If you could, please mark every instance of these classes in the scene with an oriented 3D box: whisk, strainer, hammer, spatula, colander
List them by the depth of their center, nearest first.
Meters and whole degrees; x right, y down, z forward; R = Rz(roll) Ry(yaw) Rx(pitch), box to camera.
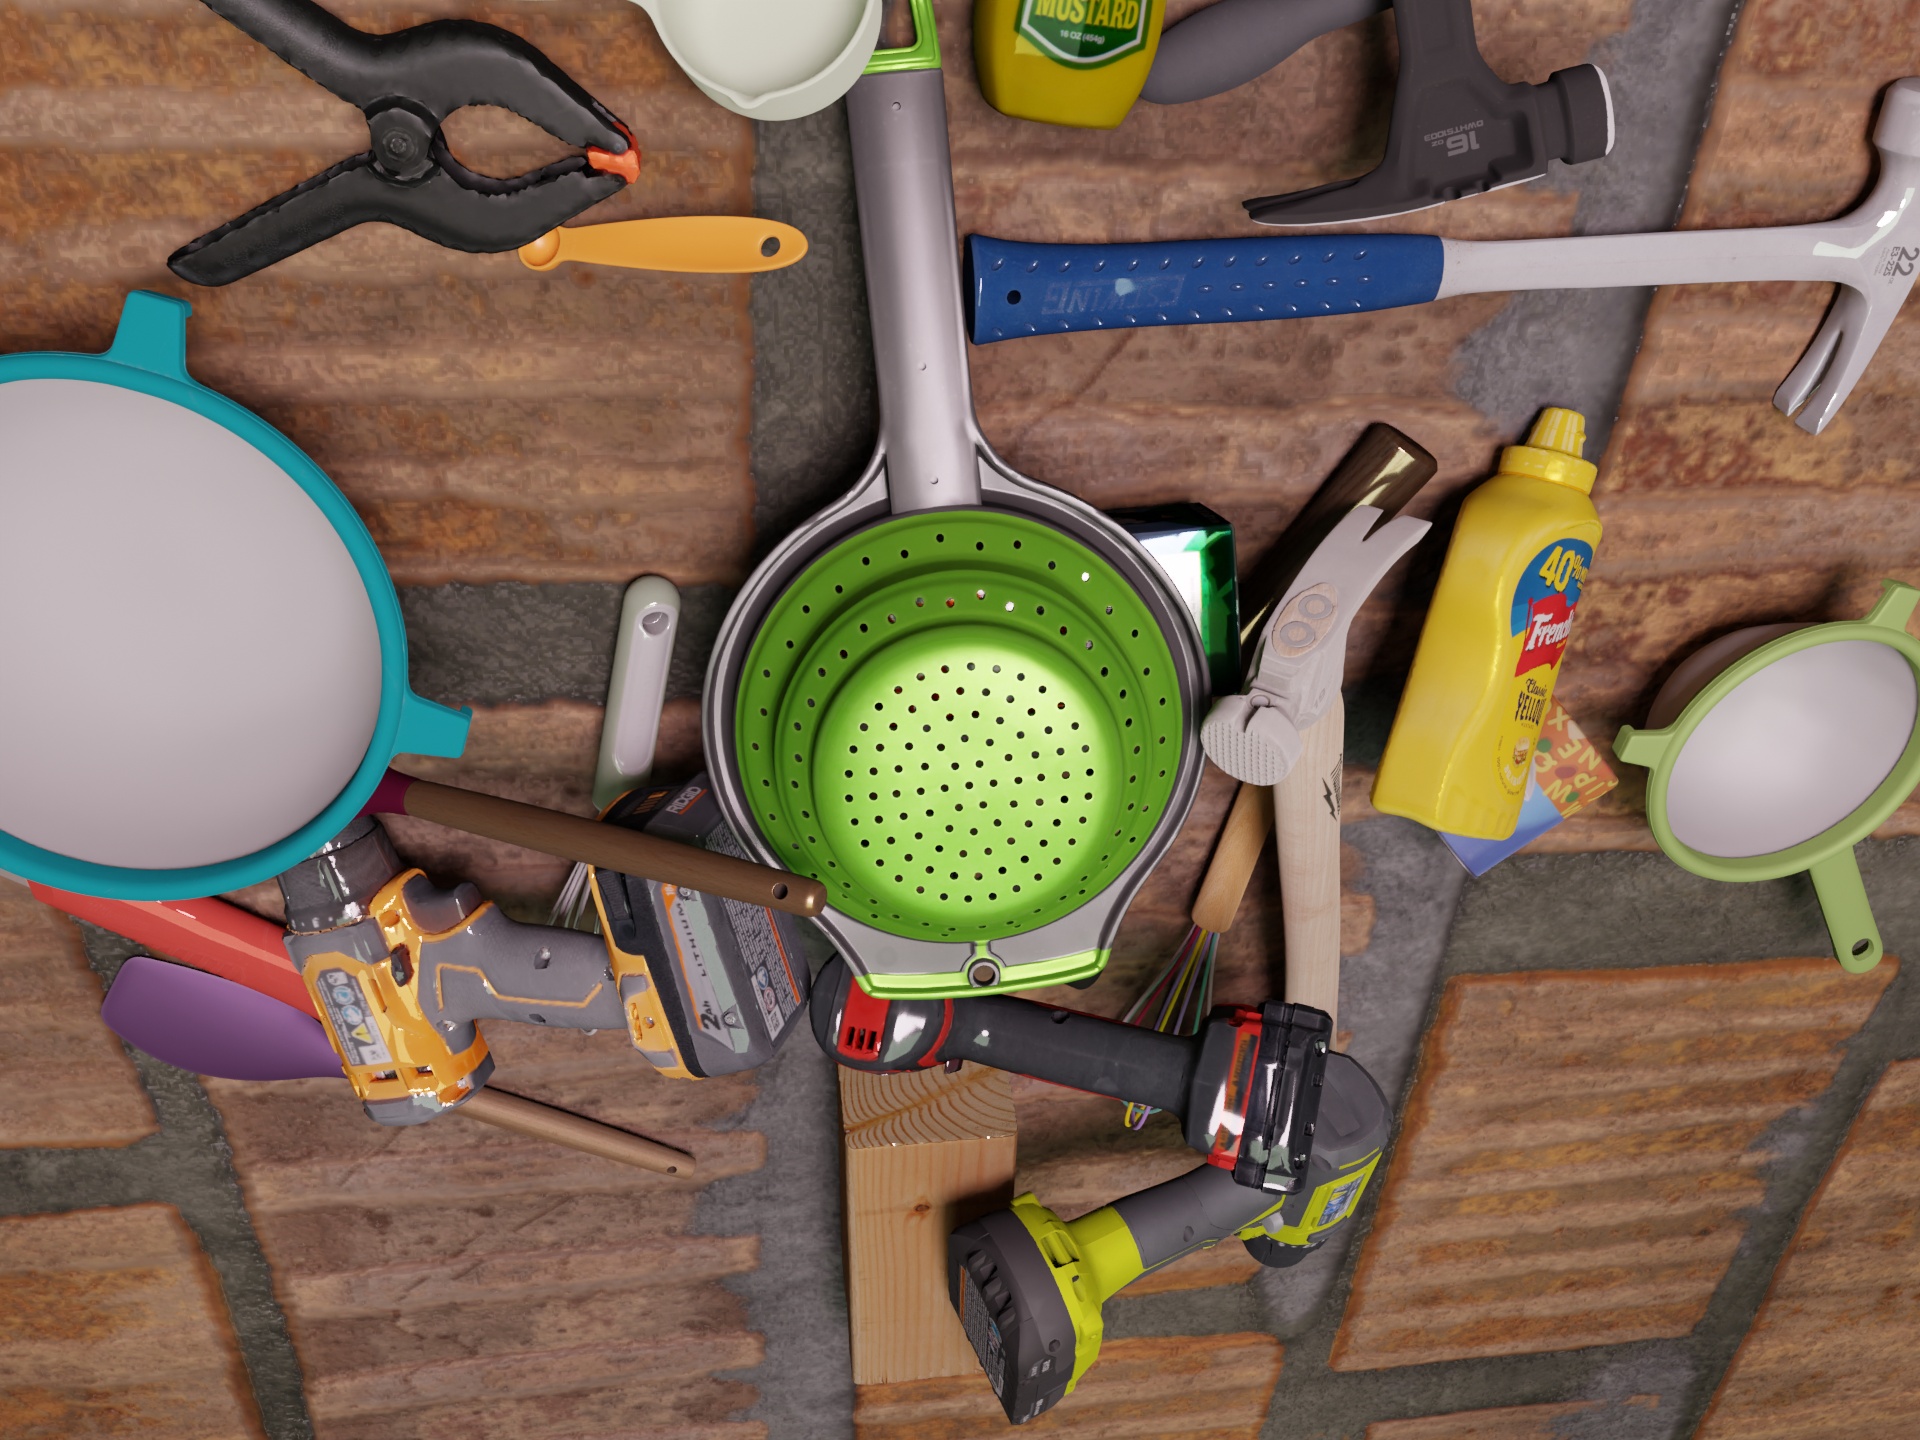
[{"bbox_3d":[0.123,-0.330,0.500,0.127,0.034,0.336,-12,117,11],"label":"hammer"},{"bbox_3d":[0.196,-0.285,0.567,0.284,0.070,0.070,-20,126,10],"label":"whisk"},{"bbox_3d":[-0.007,-0.067,0.578,0.204,0.094,0.397,-6,104,-1],"label":"colander"},{"bbox_3d":[-0.369,-0.016,0.622,0.340,0.095,0.210,-26,113,8],"label":"strainer"},{"bbox_3d":[0.204,-0.179,0.650,0.405,0.035,0.144,-5,125,-7],"label":"hammer"},{"bbox_3d":[-0.382,0.072,0.722,0.358,0.037,0.149,32,114,-27],"label":"hammer"},{"bbox_3d":[-0.160,0.045,0.737,0.057,0.059,0.246,-1,122,-29],"label":"whisk"},{"bbox_3d":[0.101,-0.004,0.758,0.130,0.031,0.331,26,116,-26],"label":"hammer"},{"bbox_3d":[0.177,0.082,0.785,0.038,0.146,0.410,22,148,27],"label":"hammer"},{"bbox_3d":[0.426,0.037,0.822,0.151,0.069,0.256,-32,125,9],"label":"strainer"},{"bbox_3d":[-0.283,0.194,0.835,0.315,0.018,0.059,25,109,-24],"label":"spatula"},{"bbox_3d":[0.127,0.122,0.851,0.047,0.051,0.244,-4,124,-33],"label":"whisk"}]

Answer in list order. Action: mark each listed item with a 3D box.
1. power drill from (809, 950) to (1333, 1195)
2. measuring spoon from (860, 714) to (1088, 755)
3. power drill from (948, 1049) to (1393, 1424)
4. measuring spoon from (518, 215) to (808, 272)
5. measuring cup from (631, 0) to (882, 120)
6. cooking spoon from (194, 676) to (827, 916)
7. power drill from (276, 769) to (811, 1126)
[{"bbox_3d":[0.051,0.152,0.751,0.227,0.187,0.080,11,81,10],"label":"power drill"},{"bbox_3d":[-0.001,-0.002,0.736,0.124,0.018,0.034,11,111,-3],"label":"measuring spoon"},{"bbox_3d":[0.112,0.276,0.840,0.228,0.080,0.190,-21,144,-17],"label":"power drill"},{"bbox_3d":[-0.109,-0.174,0.585,0.117,0.011,0.021,5,86,16],"label":"measuring spoon"},{"bbox_3d":[-0.108,-0.248,0.545,0.167,0.038,0.083,7,92,7],"label":"measuring cup"},{"bbox_3d":[-0.198,0.036,0.637,0.319,0.017,0.069,12,86,19],"label":"cooking spoon"},{"bbox_3d":[-0.198,0.080,0.697,0.226,0.084,0.185,-10,107,19],"label":"power drill"}]
